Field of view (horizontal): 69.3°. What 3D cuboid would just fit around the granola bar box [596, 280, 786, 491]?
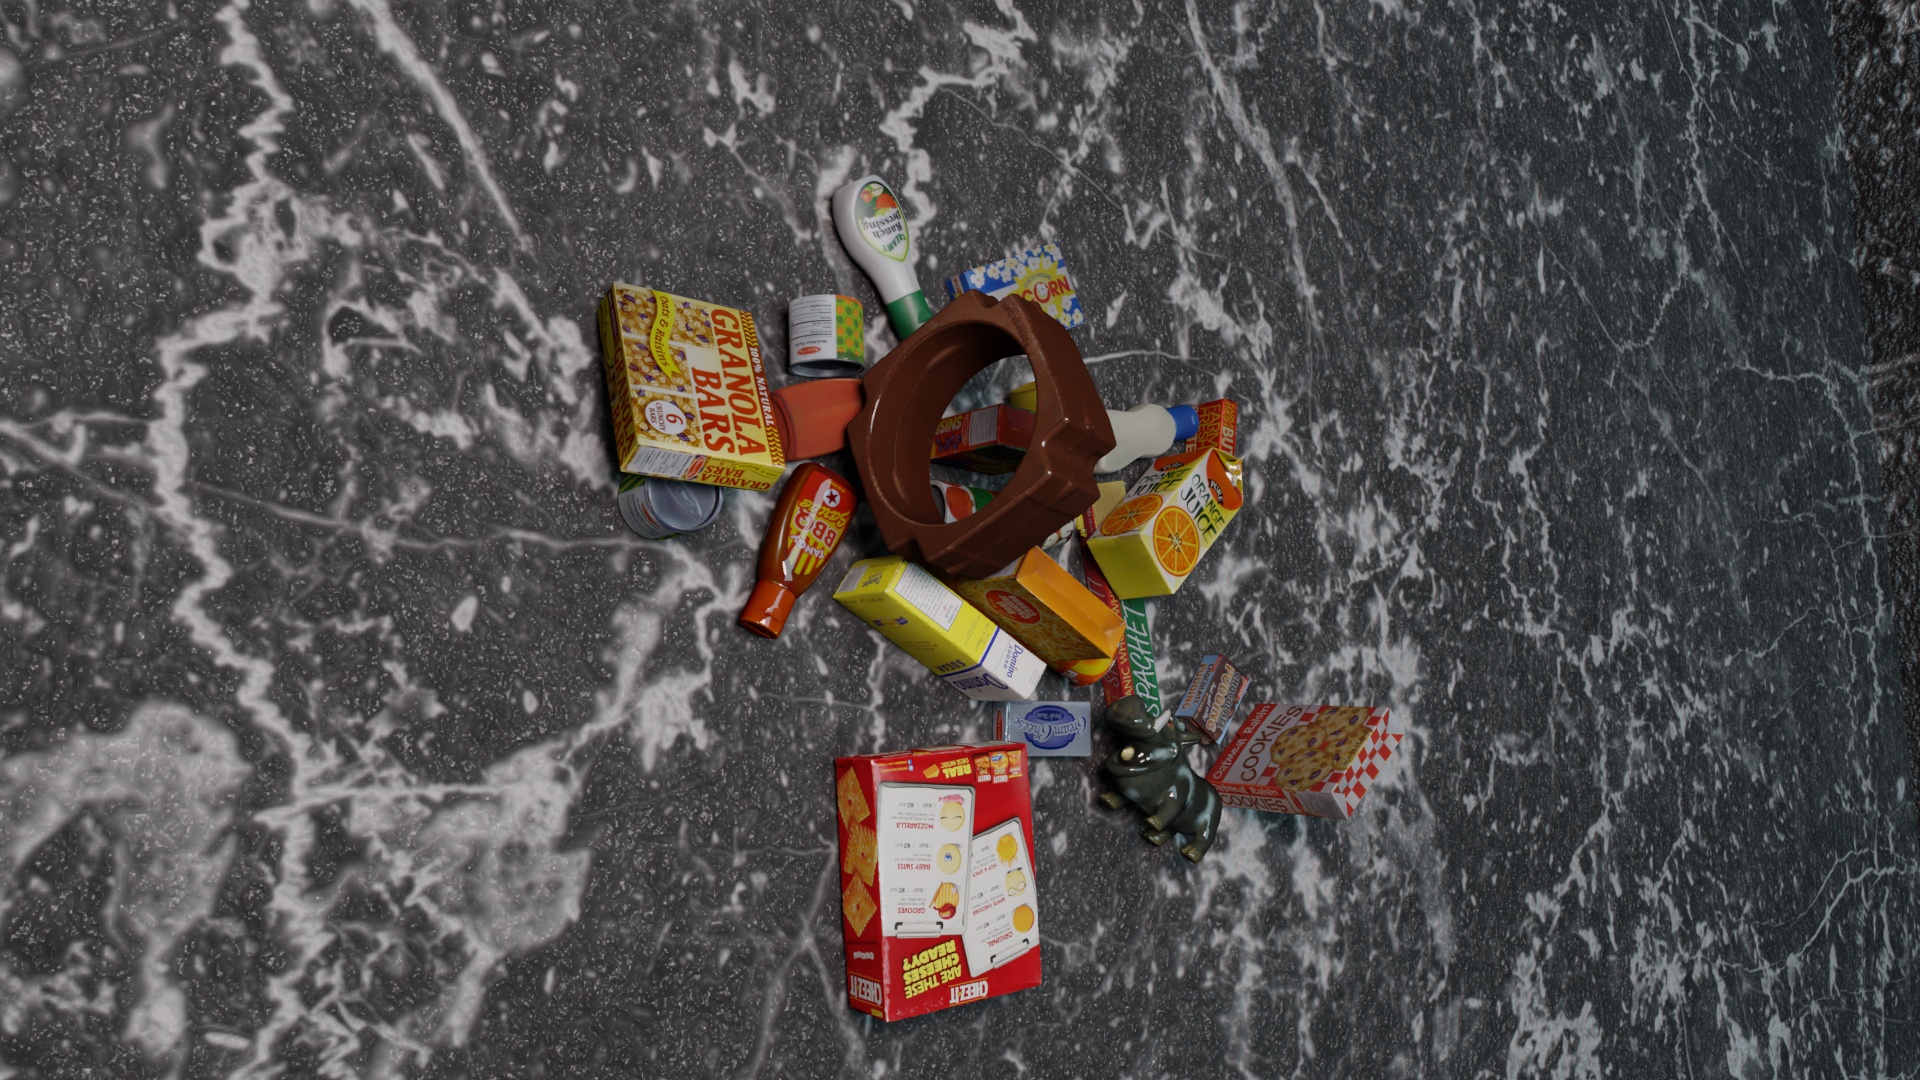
[{"bbox_3d":[-0.214,-0.120,1.097,0.124,0.039,0.166,8,51,-34],"label":"granola bar box"}]

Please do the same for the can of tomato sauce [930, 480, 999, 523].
[{"bbox_3d":[0.005,-0.016,1.262,0.083,0.071,0.071,9,78,-34],"label":"can of tomato sauce"}]

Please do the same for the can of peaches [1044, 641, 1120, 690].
[{"bbox_3d":[0.107,0.099,1.323,0.058,0.071,0.071,37,64,-26],"label":"can of peaches"}]

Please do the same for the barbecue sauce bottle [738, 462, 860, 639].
[{"bbox_3d":[-0.140,0.010,1.172,0.065,0.043,0.149,36,65,-28],"label":"barbecue sauce bottle"}]

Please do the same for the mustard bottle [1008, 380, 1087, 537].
[{"bbox_3d":[0.096,-0.076,1.341,0.049,0.065,0.160,-27,103,-33],"label":"mustard bottle"}]

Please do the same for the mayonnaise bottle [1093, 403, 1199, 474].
[{"bbox_3d":[0.182,-0.110,1.421,0.148,0.041,0.064,-15,94,-37],"label":"mayonnaise bottle"}]

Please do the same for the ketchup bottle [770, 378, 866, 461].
[{"bbox_3d":[-0.097,-0.114,1.219,0.149,0.043,0.064,-18,97,-36],"label":"ketchup bottle"}]

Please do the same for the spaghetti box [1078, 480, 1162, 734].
[{"bbox_3d":[0.157,0.065,1.385,0.050,0.028,0.250,-8,88,-36],"label":"spaghetti box"}]

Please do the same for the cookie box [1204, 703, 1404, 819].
[{"bbox_3d":[0.345,0.220,1.413,0.123,0.167,0.040,-45,112,-31],"label":"cookie box"}]

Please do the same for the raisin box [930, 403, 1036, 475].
[{"bbox_3d":[0.031,-0.090,1.259,0.086,0.123,0.040,9,80,-34],"label":"raisin box"}]

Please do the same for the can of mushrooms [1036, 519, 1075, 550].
[{"bbox_3d":[0.075,-0.026,1.315,0.033,0.071,0.071,-16,93,-34],"label":"can of mushrooms"}]

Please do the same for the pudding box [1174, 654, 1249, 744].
[{"bbox_3d":[0.262,0.166,1.445,0.049,0.030,0.084,45,61,-23],"label":"pudding box"}]

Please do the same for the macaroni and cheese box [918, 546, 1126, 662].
[{"bbox_3d":[0.045,0.059,1.221,0.123,0.166,0.040,40,63,-25],"label":"macaroni and cheese box"}]

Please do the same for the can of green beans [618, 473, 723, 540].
[{"bbox_3d":[-0.231,-0.035,1.104,0.071,0.057,0.071,5,80,-35],"label":"can of green beans"}]

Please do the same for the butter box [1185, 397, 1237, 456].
[{"bbox_3d":[0.264,-0.096,1.469,0.024,0.053,0.103,15,75,-35],"label":"butter box"}]

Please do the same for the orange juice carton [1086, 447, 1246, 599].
[{"bbox_3d":[0.214,-0.029,1.380,0.194,0.071,0.073,-46,113,-36],"label":"orange juice carton"}]

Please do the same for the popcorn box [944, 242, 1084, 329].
[{"bbox_3d":[0.054,-0.232,1.348,0.127,0.038,0.085,-26,100,-35],"label":"popcorn box"}]

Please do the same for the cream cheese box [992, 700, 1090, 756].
[{"bbox_3d":[0.078,0.178,1.315,0.104,0.024,0.053,6,80,-35],"label":"cream cheese box"}]

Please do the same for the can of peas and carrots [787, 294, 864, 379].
[{"bbox_3d":[-0.116,-0.176,1.203,0.071,0.071,0.059,3,82,-35],"label":"can of peas and carrots"}]

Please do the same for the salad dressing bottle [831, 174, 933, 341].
[{"bbox_3d":[-0.067,-0.255,1.261,0.064,0.044,0.147,-31,102,-36],"label":"salad dressing bottle"}]
